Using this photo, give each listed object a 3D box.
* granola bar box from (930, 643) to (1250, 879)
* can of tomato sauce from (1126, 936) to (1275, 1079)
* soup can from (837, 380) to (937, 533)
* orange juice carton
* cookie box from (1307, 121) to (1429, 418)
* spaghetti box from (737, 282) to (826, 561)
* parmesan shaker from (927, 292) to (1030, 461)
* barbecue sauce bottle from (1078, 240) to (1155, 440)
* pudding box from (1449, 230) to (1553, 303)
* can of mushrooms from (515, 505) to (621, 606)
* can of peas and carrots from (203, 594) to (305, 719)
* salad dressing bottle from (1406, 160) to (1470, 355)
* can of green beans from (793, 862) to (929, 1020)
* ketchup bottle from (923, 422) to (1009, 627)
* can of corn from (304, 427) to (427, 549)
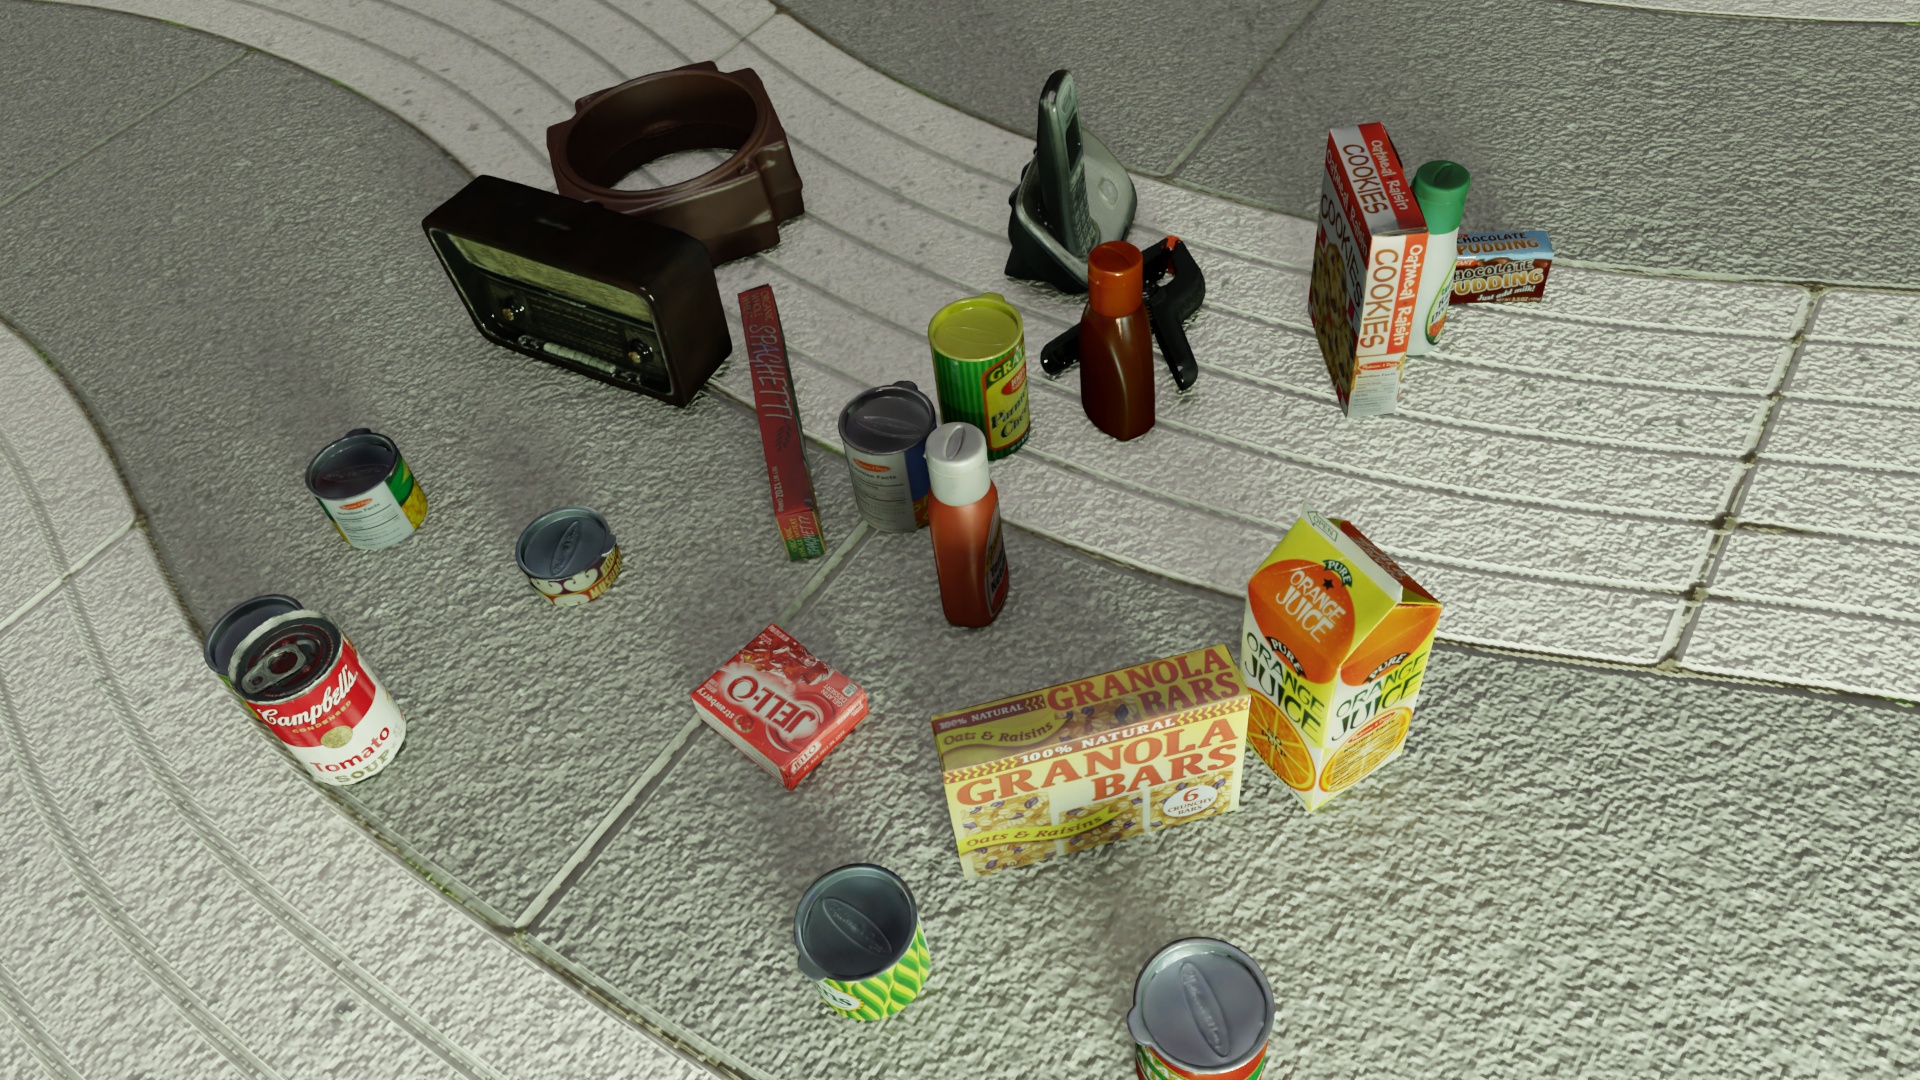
[{"bbox_3d":[0.072,0.124,0.771,0.166,0.123,0.039,-14,50,-4],"label":"granola bar box"},{"bbox_3d":[0.118,0.246,0.689,0.071,0.082,0.071,-4,50,4],"label":"can of tomato sauce"},{"bbox_3d":[-0.044,-0.057,0.965,0.071,0.083,0.072,-4,50,4],"label":"soup can"},{"bbox_3d":[0.204,0.061,0.762,0.073,0.191,0.072,-28,52,-16],"label":"orange juice carton"},{"bbox_3d":[0.285,-0.189,0.979,0.040,0.166,0.123,-6,50,2],"label":"cookie box"},{"bbox_3d":[-0.134,-0.094,1.029,0.029,0.050,0.251,-13,50,-3],"label":"spaghetti box"},{"bbox_3d":[0.017,-0.116,0.994,0.071,0.102,0.072,-4,50,4],"label":"parmesan shaker"},{"bbox_3d":[0.109,-0.140,0.973,0.044,0.147,0.065,-28,52,-16],"label":"barbecue sauce bottle"},{"bbox_3d":[0.402,-0.208,1.057,0.084,0.049,0.030,0,50,7],"label":"pudding box"},{"bbox_3d":[-0.270,0.011,0.969,0.071,0.033,0.071,-4,50,4],"label":"can of mushrooms"},{"bbox_3d":[-0.450,0.079,0.918,0.071,0.058,0.071,-4,50,4],"label":"can of peas and carrots"},{"bbox_3d":[0.334,-0.201,0.996,0.044,0.147,0.064,22,56,24],"label":"salad dressing bottle"},{"bbox_3d":[-0.052,0.218,0.751,0.071,0.057,0.071,-4,50,4],"label":"can of green beans"},{"bbox_3d":[0.003,-0.011,0.877,0.043,0.148,0.065,6,51,13],"label":"ketchup bottle"},{"bbox_3d":[-0.432,-0.037,1.014,0.071,0.058,0.071,-4,50,4],"label":"can of corn"}]
